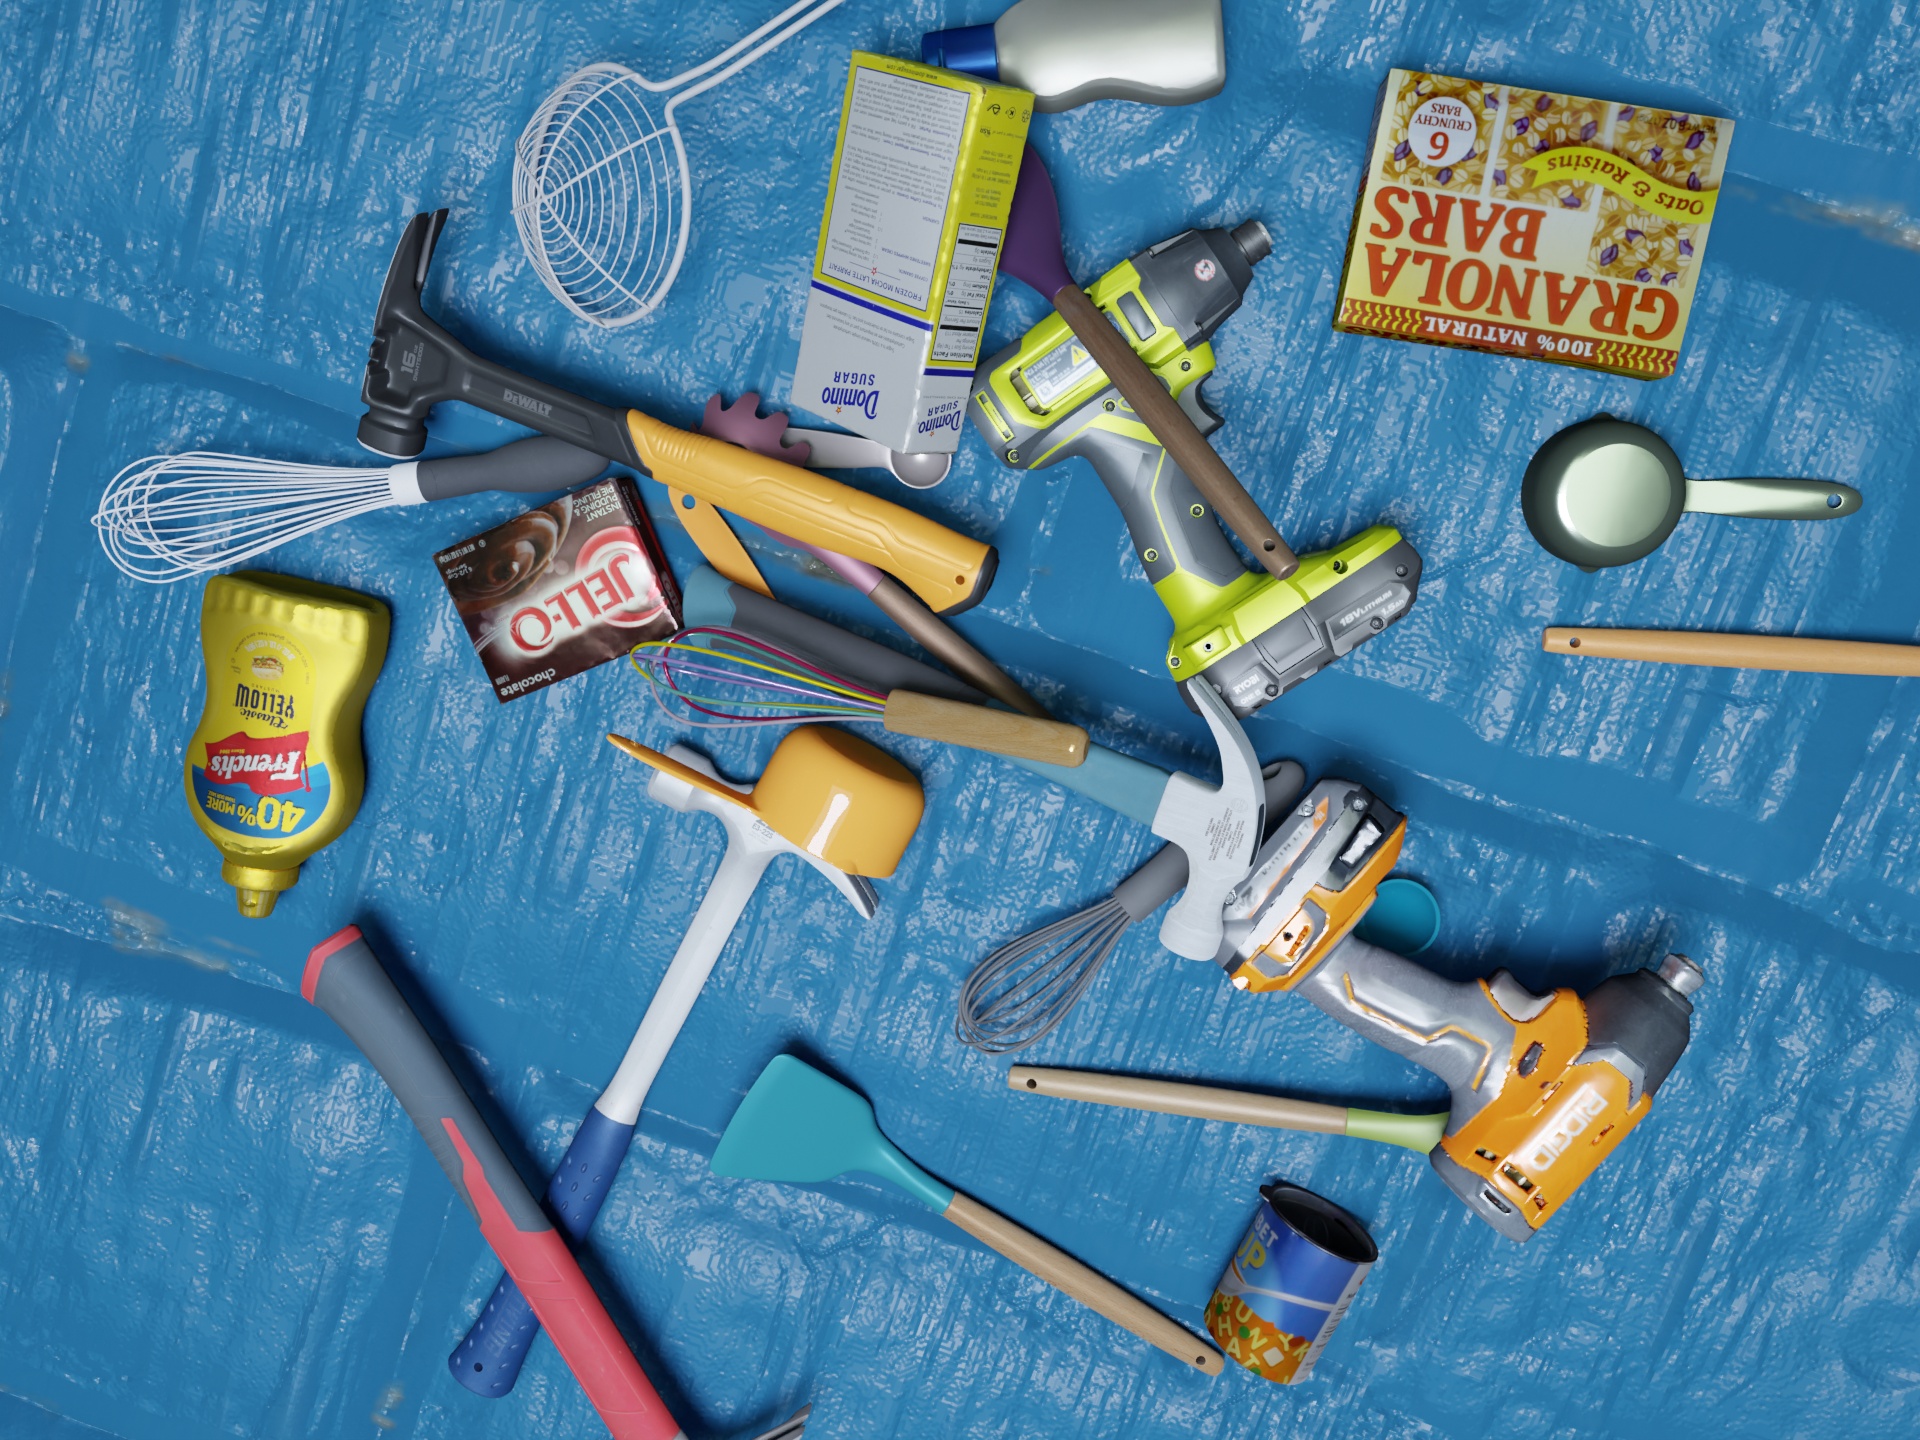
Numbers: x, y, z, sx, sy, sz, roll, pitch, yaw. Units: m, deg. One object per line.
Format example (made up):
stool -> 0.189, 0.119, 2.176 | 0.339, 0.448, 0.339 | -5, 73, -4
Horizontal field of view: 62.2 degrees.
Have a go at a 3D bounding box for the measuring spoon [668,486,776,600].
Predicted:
measuring spoon -> -0.122, -0.085, 0.871 | 0.021, 0.011, 0.117 | -37, 91, 18

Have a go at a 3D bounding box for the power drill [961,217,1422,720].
power drill -> 0.128, -0.127, 0.807 | 0.171, 0.080, 0.223 | -34, 92, 11

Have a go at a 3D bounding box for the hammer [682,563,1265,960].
hammer -> -0.001, -0.003, 0.813 | 0.331, 0.033, 0.128 | 23, 103, 17

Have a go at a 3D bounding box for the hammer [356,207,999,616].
hammer -> -0.137, -0.139, 0.802 | 0.337, 0.034, 0.127 | 22, 114, 2

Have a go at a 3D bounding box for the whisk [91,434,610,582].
whisk -> -0.330, -0.123, 0.863 | 0.284, 0.070, 0.070 | -7, 99, 2

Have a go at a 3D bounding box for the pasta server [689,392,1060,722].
pasta server -> -0.023, -0.058, 0.855 | 0.316, 0.040, 0.060 | 40, 116, -7

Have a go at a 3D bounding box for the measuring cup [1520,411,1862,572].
measuring cup -> 0.373, -0.113, 0.802 | 0.167, 0.038, 0.083 | 3, 100, 7

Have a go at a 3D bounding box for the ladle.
ladle -> 0.186, 0.214, 0.882 | 0.320, 0.062, 0.078 | 5, 100, 11

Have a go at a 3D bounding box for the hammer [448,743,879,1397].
hammer -> -0.189, 0.220, 0.915 | 0.144, 0.035, 0.405 | 28, 101, 0

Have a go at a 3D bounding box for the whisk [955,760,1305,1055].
whisk -> 0.091, 0.101, 0.864 | 0.239, 0.055, 0.055 | -40, 94, 7

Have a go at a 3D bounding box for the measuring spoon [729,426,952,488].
measuring spoon -> -0.064, -0.147, 0.854 | 0.124, 0.018, 0.034 | 7, 113, 11

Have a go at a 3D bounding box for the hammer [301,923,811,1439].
hammer -> -0.237, 0.277, 0.892 | 0.143, 0.038, 0.386 | -30, 95, 9

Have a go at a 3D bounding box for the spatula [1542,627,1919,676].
spatula -> 0.466, -0.032, 0.818 | 0.322, 0.041, 0.081 | 4, 100, 9

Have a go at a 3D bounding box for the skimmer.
skimmer -> -0.075, -0.341, 0.810 | 0.363, 0.090, 0.127 | -35, 75, -1

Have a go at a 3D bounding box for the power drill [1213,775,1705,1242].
power drill -> 0.248, 0.128, 0.806 | 0.226, 0.084, 0.164 | 41, 97, 10

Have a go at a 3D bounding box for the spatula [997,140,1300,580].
spatula -> 0.066, -0.189, 0.765 | 0.060, 0.018, 0.316 | -36, 68, 7

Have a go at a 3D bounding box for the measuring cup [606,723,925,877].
measuring cup -> -0.096, 0.023, 0.827 | 0.173, 0.095, 0.052 | 26, 100, -28

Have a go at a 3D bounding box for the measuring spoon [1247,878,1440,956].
measuring spoon -> 0.196, 0.110, 0.873 | 0.128, 0.021, 0.042 | -6, 87, 15

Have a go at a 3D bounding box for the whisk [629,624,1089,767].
whisk -> -0.054, -0.009, 0.799 | 0.245, 0.051, 0.047 | 11, 122, 15

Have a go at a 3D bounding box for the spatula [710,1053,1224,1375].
spatula -> 0.014, 0.294, 0.905 | 0.317, 0.044, 0.082 | 31, 98, -1
